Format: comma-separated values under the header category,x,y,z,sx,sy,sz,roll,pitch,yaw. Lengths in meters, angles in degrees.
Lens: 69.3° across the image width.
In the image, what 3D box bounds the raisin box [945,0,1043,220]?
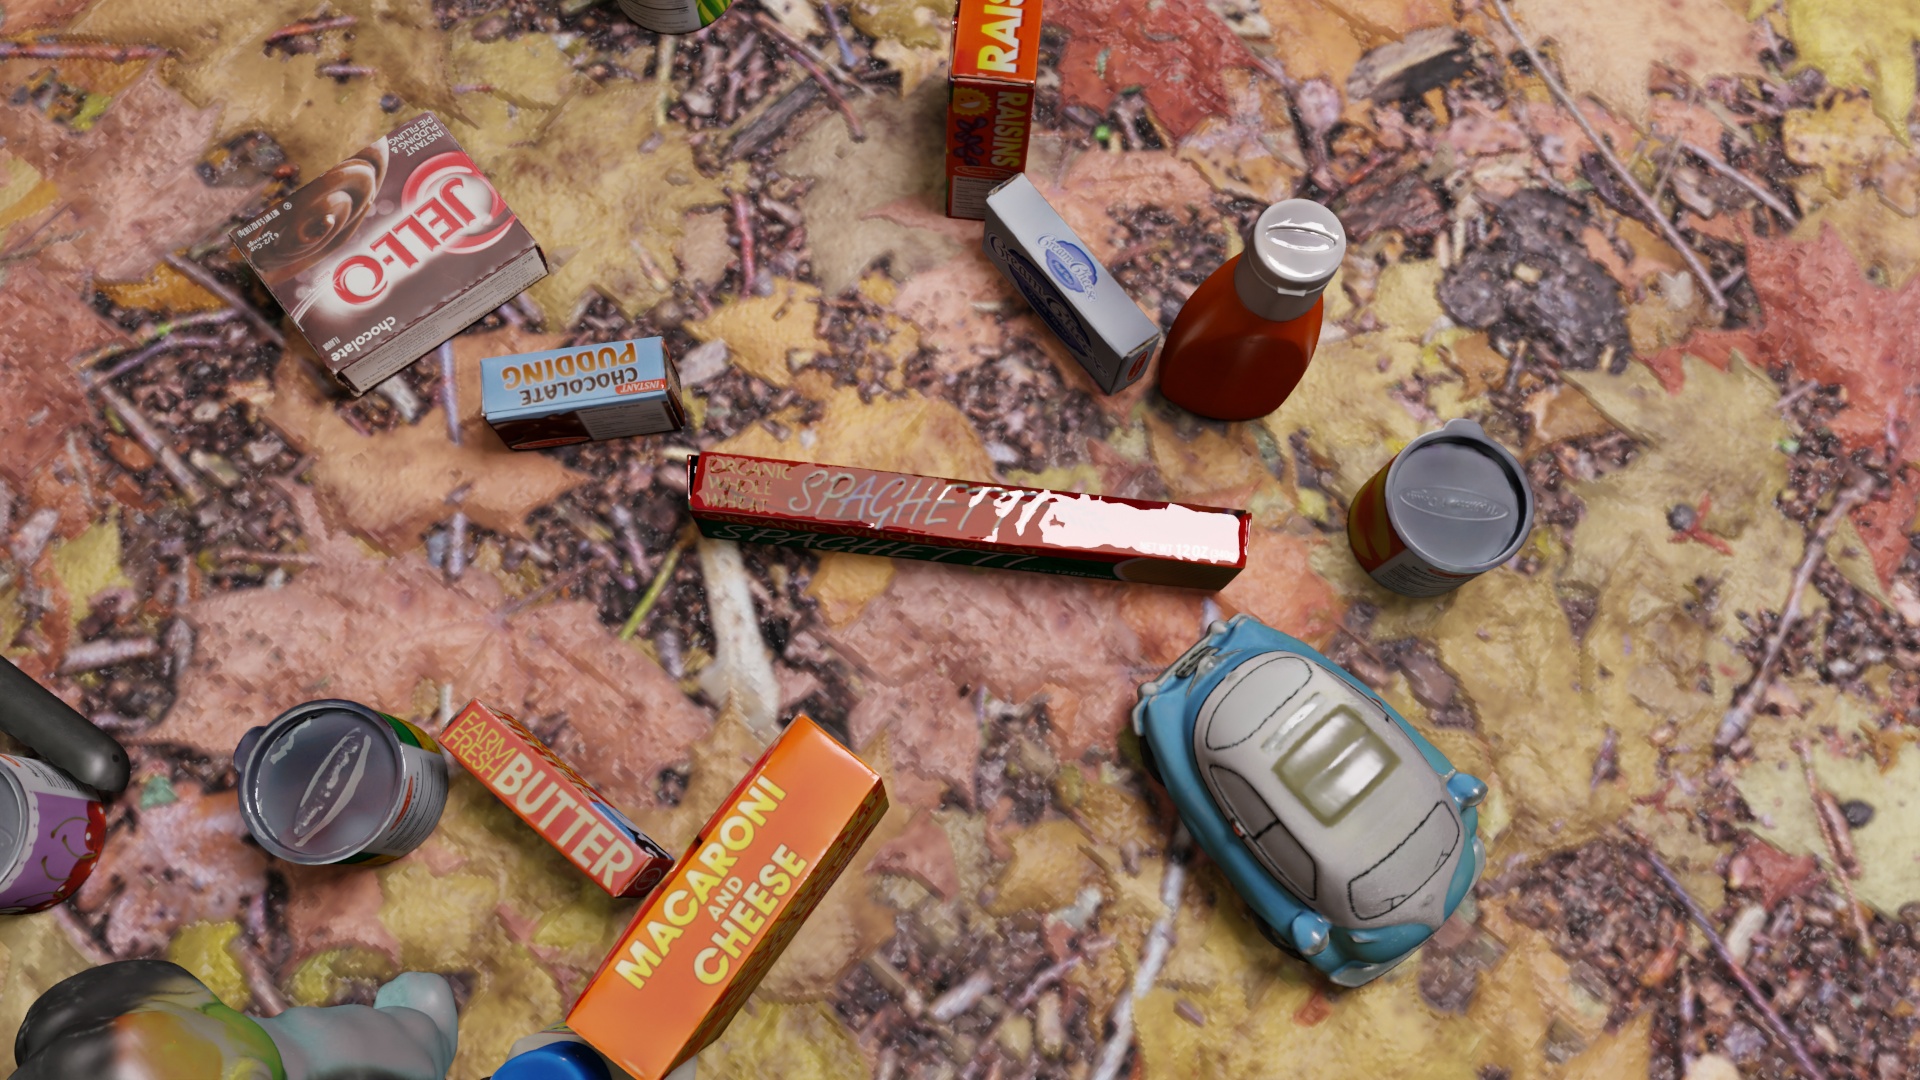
category,x,y,z,sx,sy,sz,roll,pitch,yaw
raisin box,0.016,-0.216,0.649,0.040,0.123,0.086,7,75,0

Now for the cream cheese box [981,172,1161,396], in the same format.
category,x,y,z,sx,sy,sz,roll,pitch,yaw
cream cheese box,0.050,-0.120,0.660,0.024,0.053,0.104,-37,79,-10

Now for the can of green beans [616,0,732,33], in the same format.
category,x,y,z,sx,sy,sz,roll,pitch,yaw
can of green beans,-0.148,-0.300,0.699,0.071,0.057,0.071,1,75,-2

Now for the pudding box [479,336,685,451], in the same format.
category,x,y,z,sx,sy,sz,roll,pitch,yaw
pudding box,-0.173,-0.067,0.639,0.084,0.049,0.030,-8,76,-4

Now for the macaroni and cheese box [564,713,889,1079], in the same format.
category,x,y,z,sx,sy,sz,roll,pitch,yaw
macaroni and cheese box,-0.080,0.134,0.527,0.040,0.166,0.124,35,77,7

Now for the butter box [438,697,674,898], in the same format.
category,x,y,z,sx,sy,sz,roll,pitch,yaw
butter box,-0.171,0.111,0.589,0.103,0.053,0.024,39,77,8

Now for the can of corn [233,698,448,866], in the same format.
category,x,y,z,sx,sy,sz,roll,pitch,yaw
can of corn,-0.260,0.102,0.585,0.071,0.058,0.071,1,75,-2

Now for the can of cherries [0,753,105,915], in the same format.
category,x,y,z,sx,sy,sz,roll,pitch,yaw
can of cherries,-0.403,0.124,0.574,0.071,0.058,0.071,1,75,-2

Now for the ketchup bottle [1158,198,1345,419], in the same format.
category,x,y,z,sx,sy,sz,roll,pitch,yaw
ketchup bottle,0.129,-0.097,0.607,0.065,0.148,0.043,8,75,0

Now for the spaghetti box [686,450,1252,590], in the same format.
category,x,y,z,sx,sy,sz,roll,pitch,yaw
spaghetti box,0.002,-0.008,0.629,0.250,0.050,0.029,6,75,-1

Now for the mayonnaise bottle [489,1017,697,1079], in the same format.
category,x,y,z,sx,sy,sz,roll,pitch,yaw
mayonnaise bottle,-0.139,0.201,0.516,0.065,0.147,0.041,5,75,-1

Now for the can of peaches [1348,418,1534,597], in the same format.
category,x,y,z,sx,sy,sz,roll,pitch,yaw
can of peaches,0.218,-0.013,0.635,0.071,0.058,0.071,1,75,-2
